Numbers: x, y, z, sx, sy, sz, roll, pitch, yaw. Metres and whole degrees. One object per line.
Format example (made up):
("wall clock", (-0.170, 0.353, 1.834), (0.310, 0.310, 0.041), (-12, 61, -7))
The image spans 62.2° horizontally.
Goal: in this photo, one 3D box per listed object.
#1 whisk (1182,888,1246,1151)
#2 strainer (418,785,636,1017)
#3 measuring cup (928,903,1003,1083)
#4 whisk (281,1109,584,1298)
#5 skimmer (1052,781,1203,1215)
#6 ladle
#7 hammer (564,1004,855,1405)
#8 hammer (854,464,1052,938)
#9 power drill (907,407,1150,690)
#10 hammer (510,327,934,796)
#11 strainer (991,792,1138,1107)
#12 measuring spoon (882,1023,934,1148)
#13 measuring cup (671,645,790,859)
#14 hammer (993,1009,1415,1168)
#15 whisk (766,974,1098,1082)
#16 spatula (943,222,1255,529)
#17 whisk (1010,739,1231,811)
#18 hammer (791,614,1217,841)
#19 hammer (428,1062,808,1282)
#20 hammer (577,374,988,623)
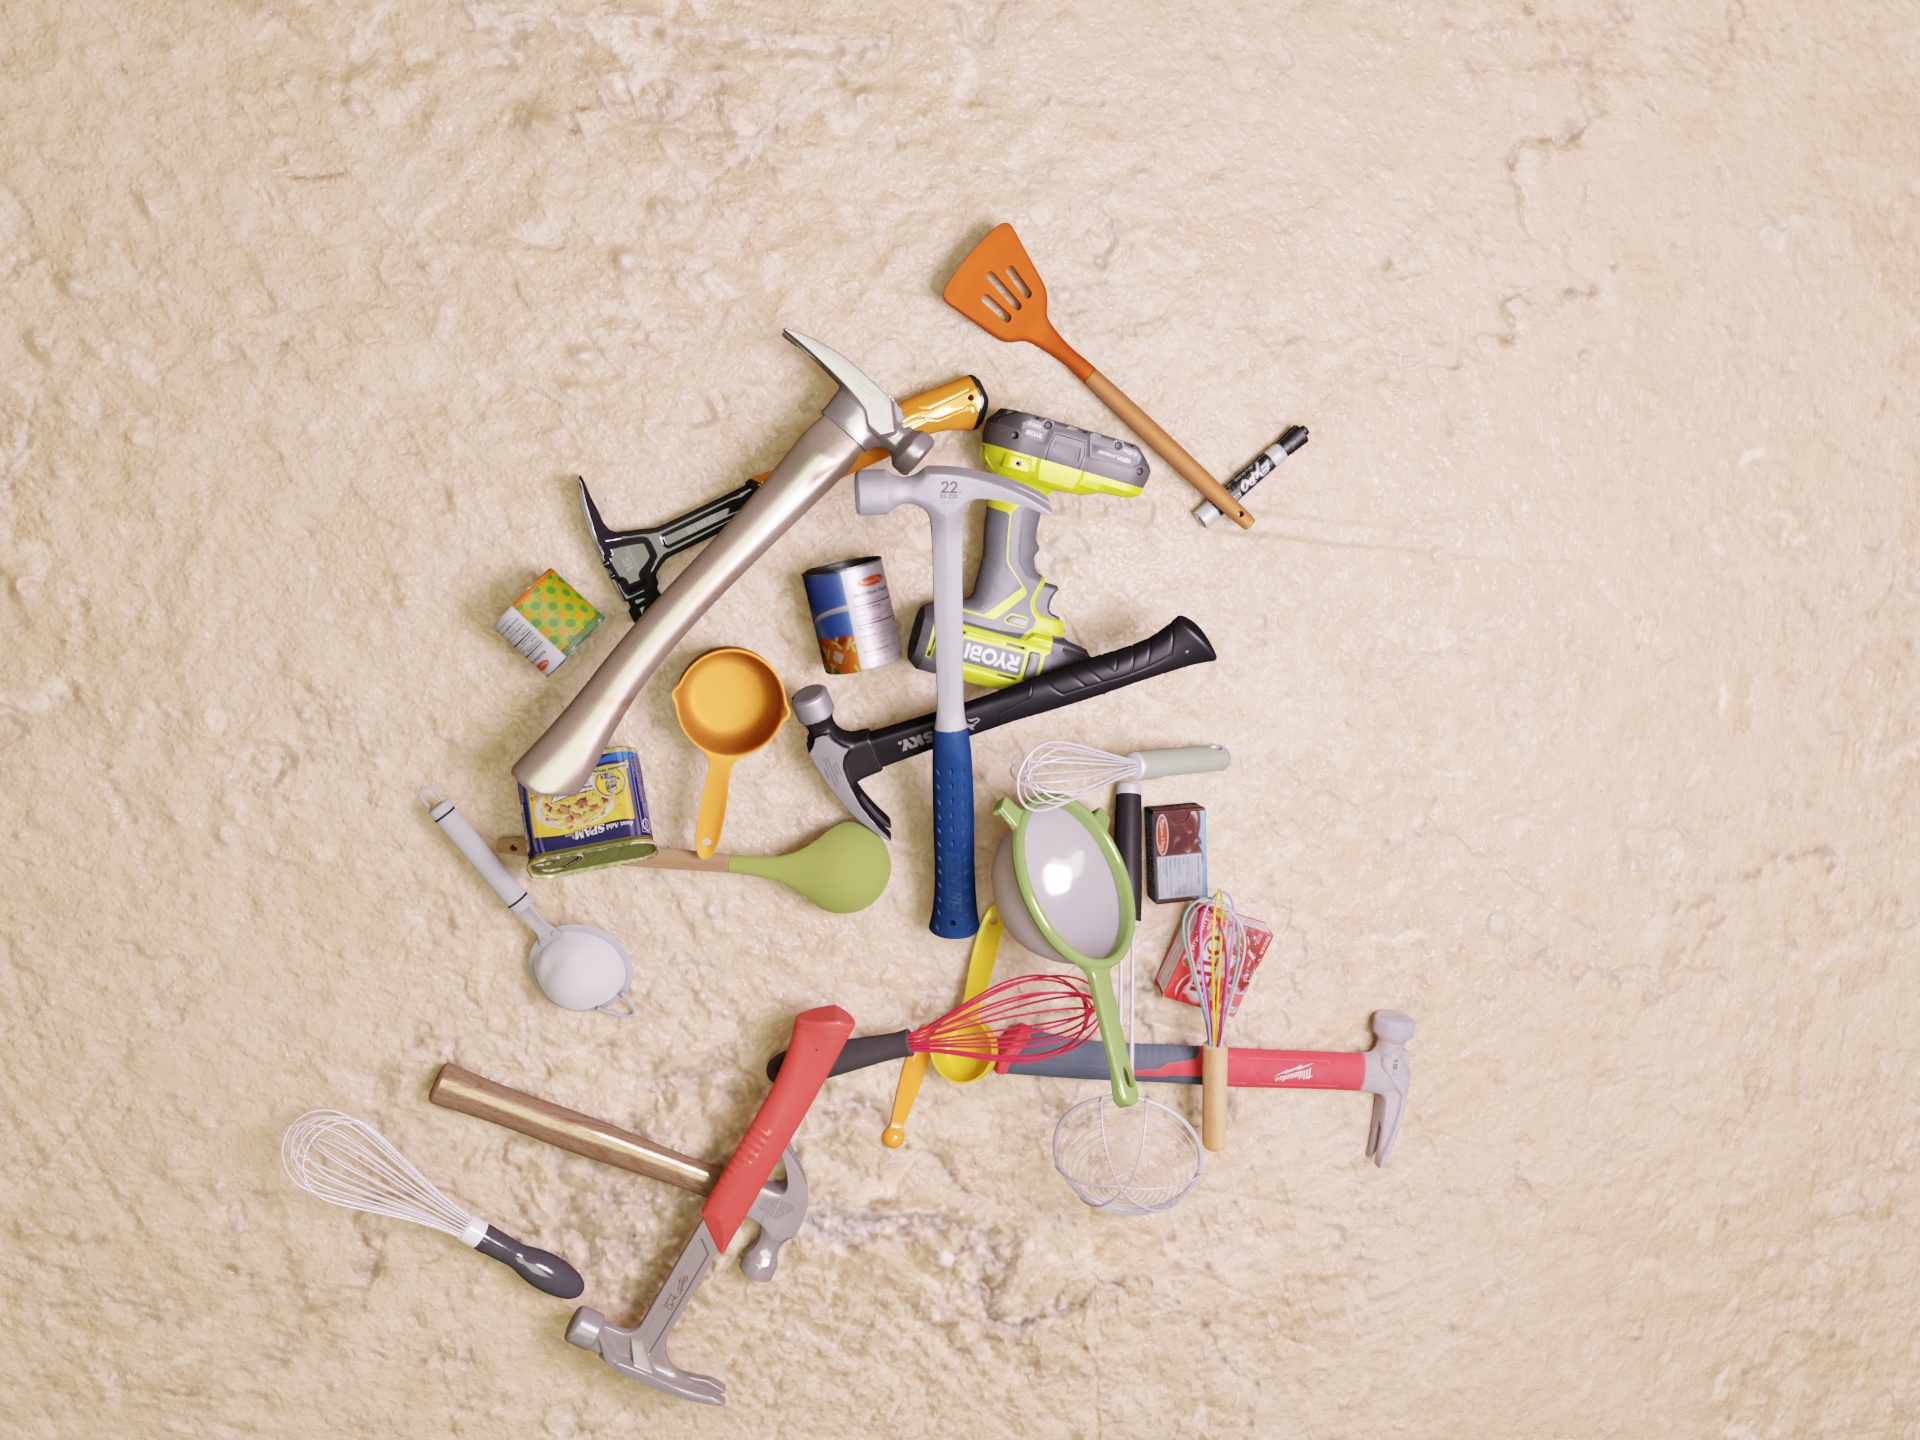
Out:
("whisk", (0.218, 0.261, 1.369), (0.051, 0.047, 0.245), (-5, 106, -10))
("strainer", (-0.352, 0.155, 1.283), (0.087, 0.050, 0.258), (-33, 104, 15))
("measuring cup", (0.017, 0.236, 1.377), (0.062, 0.029, 0.156), (11, 82, 21))
("whisk", (-0.429, 0.405, 1.308), (0.284, 0.070, 0.070), (38, 91, -19))
("skimmer", (0.145, 0.238, 1.366), (0.127, 0.090, 0.363), (-1, 78, 12))
("ladle", (-0.216, 0.113, 1.312), (0.320, 0.062, 0.078), (5, 99, -5))
("hammer", (-0.180, 0.399, 1.324), (0.149, 0.037, 0.359), (29, 97, -13))
("hammer", (-0.002, -0.004, 1.246), (0.144, 0.035, 0.405), (-2, 118, -2))
("power drill", (0.067, -0.130, 1.305), (0.171, 0.080, 0.223), (14, 100, -12))
("hammer", (-0.206, -0.112, 1.229), (0.146, 0.038, 0.410), (41, 86, -8))
("strainer", (0.084, 0.188, 1.281), (0.151, 0.069, 0.256), (9, 62, -50))
("measuring spoon", (-0.044, 0.320, 1.386), (0.021, 0.011, 0.117), (16, 96, -13))
("measuring cup", (-0.194, 0.024, 1.291), (0.095, 0.052, 0.173), (9, 99, -12))
("hammer", (0.217, 0.323, 1.423), (0.386, 0.038, 0.143), (5, 100, -11))
("whisk", (-0.024, 0.266, 1.330), (0.296, 0.073, 0.073), (-14, 102, 10))
("spatula", (0.125, -0.267, 1.303), (0.322, 0.041, 0.081), (41, 89, -9))
("whisk", (0.138, 0.039, 1.313), (0.246, 0.058, 0.059), (-4, 107, -39))
("hammer", (0.043, -0.009, 1.286), (0.335, 0.035, 0.146), (-18, 118, 7))
("hammer", (-0.282, 0.359, 1.338), (0.331, 0.031, 0.130), (25, 94, -13))
("hammer", (-0.135, -0.202, 1.274), (0.337, 0.034, 0.127), (-26, 104, -6))
